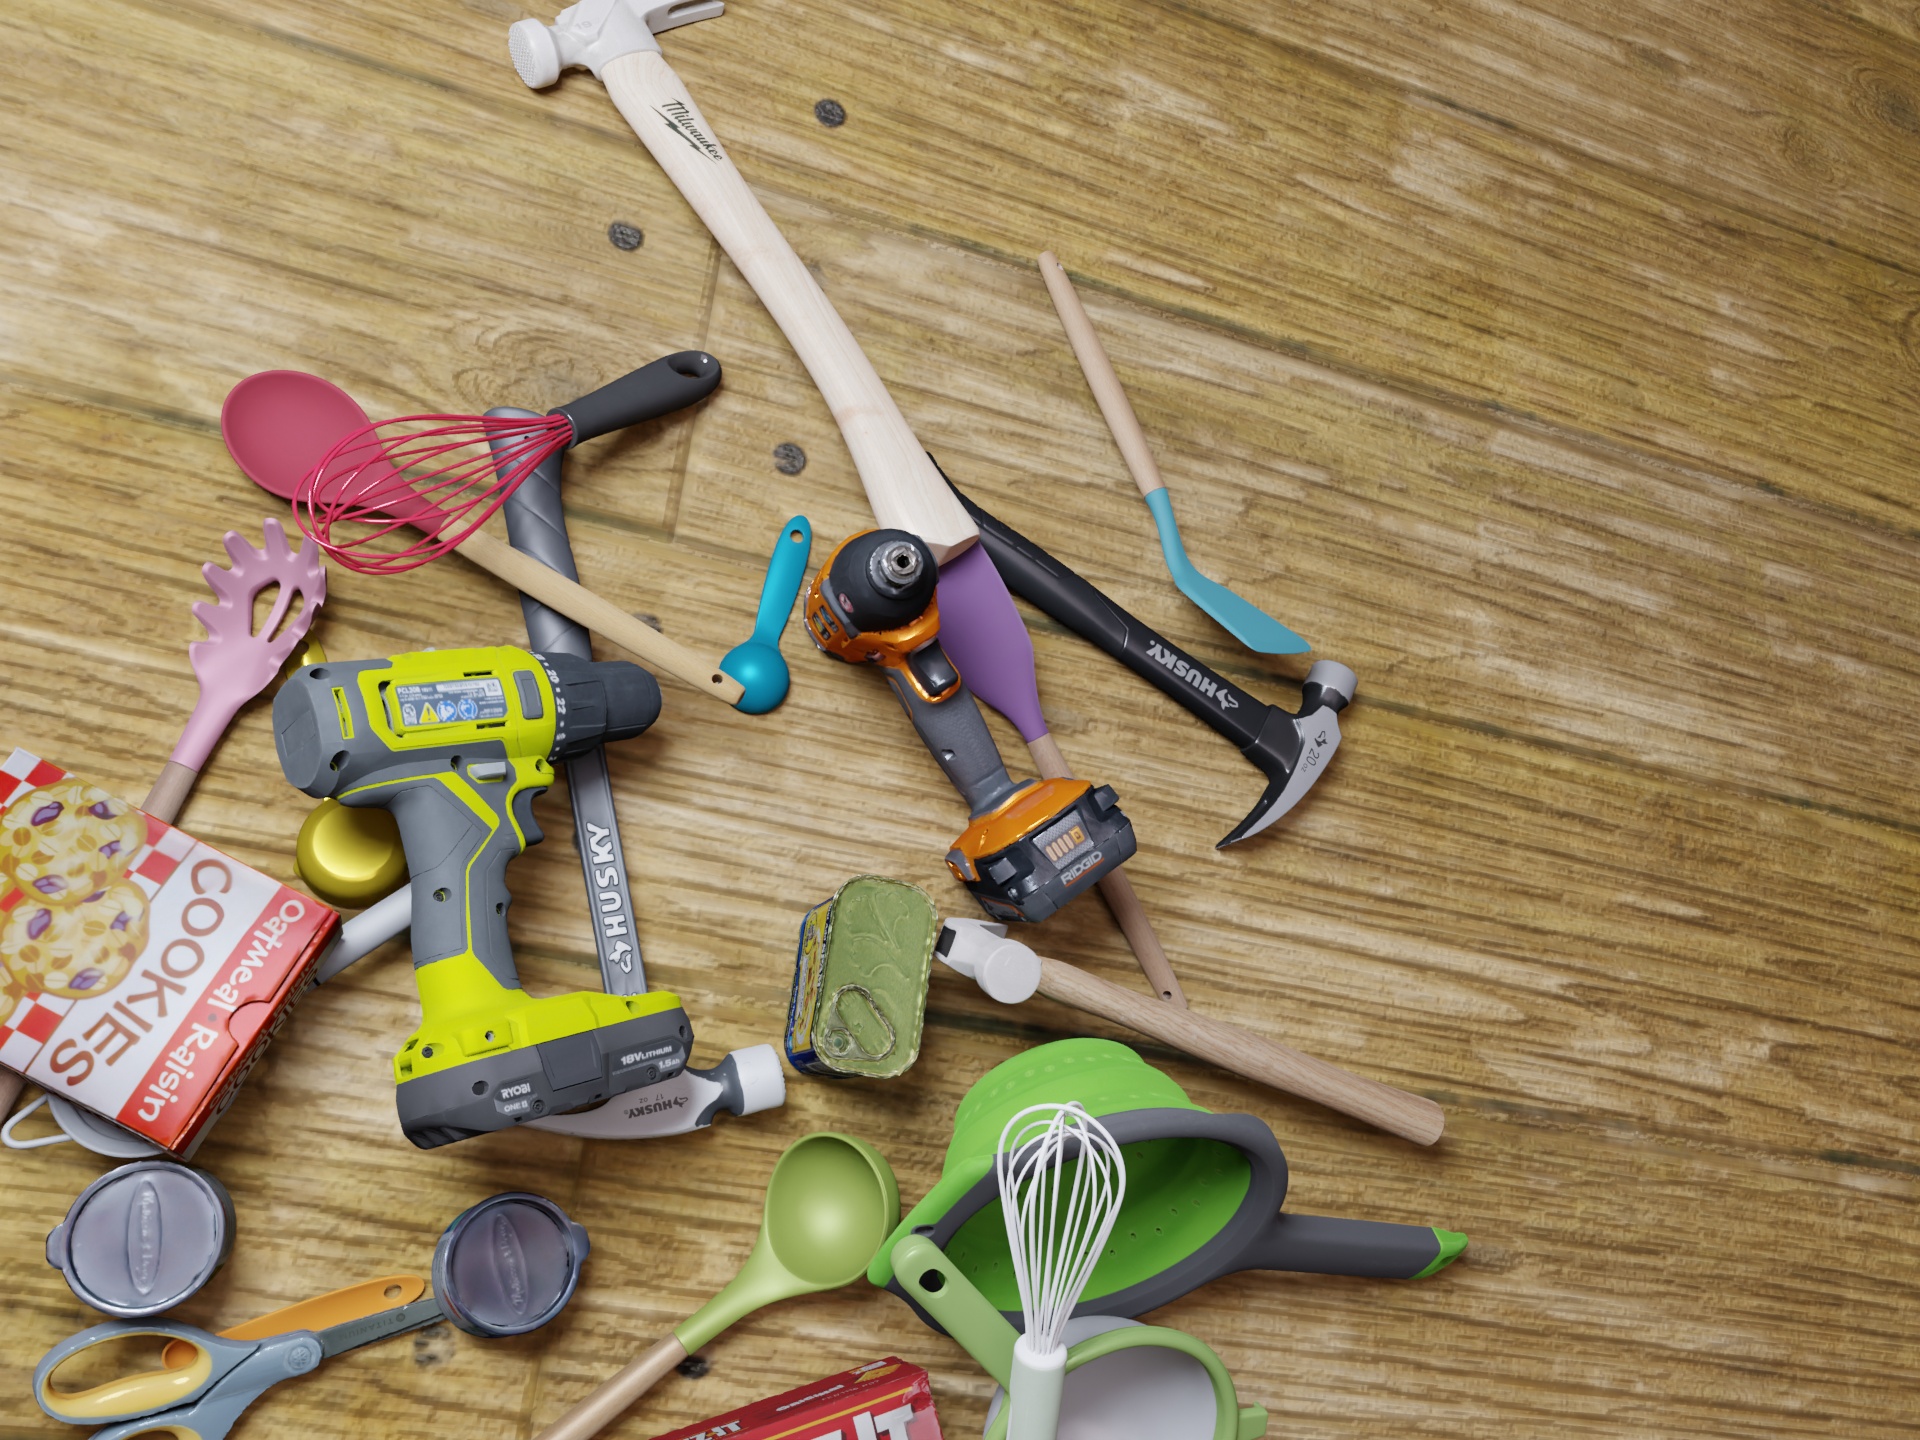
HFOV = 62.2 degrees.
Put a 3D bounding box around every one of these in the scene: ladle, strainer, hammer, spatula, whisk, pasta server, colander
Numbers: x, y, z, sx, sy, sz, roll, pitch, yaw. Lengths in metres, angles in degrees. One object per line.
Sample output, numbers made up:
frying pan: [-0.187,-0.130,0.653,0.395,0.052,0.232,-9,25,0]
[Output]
ladle: [-0.162,0.319,0.779,0.320,0.062,0.078,-35,56,-21]
strainer: [-0.325,0.129,0.768,0.258,0.050,0.087,-34,70,-20]
hammer: [-0.105,-0.273,0.955,0.146,0.038,0.411,-29,81,-26]
spatula: [0.056,0.034,0.949,0.316,0.060,0.018,62,24,0]
whisk: [-0.226,-0.149,0.847,0.073,0.073,0.296,51,43,-1]
ladle: [-0.251,-0.091,0.845,0.315,0.031,0.069,30,71,3]
hammer: [-0.208,0.022,0.857,0.149,0.036,0.409,-9,78,-21]
pasta server: [-0.397,0.045,0.778,0.060,0.040,0.316,21,70,0]
spatula: [0.123,-0.172,1.011,0.082,0.044,0.318,-4,66,-52]
whisk: [0.037,0.284,0.734,0.059,0.058,0.246,11,110,17]
hammer: [0.134,0.177,0.895,0.331,0.130,0.031,24,86,-19]
colander: [0.127,0.253,0.880,0.396,0.204,0.095,16,35,-32]
hammer: [0.087,-0.056,0.985,0.334,0.035,0.146,34,66,-8]
strainer: [0.036,0.330,0.809,0.151,0.069,0.256,-41,115,-7]

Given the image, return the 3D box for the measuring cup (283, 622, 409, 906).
measuring cup: [-0.324,0.019,0.817,0.062,0.029,0.156,-15,80,-23]

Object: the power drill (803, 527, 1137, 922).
power drill: [-0.001,-0.003,0.866,0.084,0.164,0.226,-34,91,-14]

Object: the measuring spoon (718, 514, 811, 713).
measuring spoon: [-0.107,-0.066,0.923,0.042,0.021,0.129,19,69,-14]

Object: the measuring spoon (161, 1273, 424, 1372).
measuring spoon: [-0.316,0.284,0.757,0.117,0.011,0.021,-10,105,-25]

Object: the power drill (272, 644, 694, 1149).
power drill: [-0.209,0.073,0.767,0.190,0.080,0.228,-7,77,-45]
